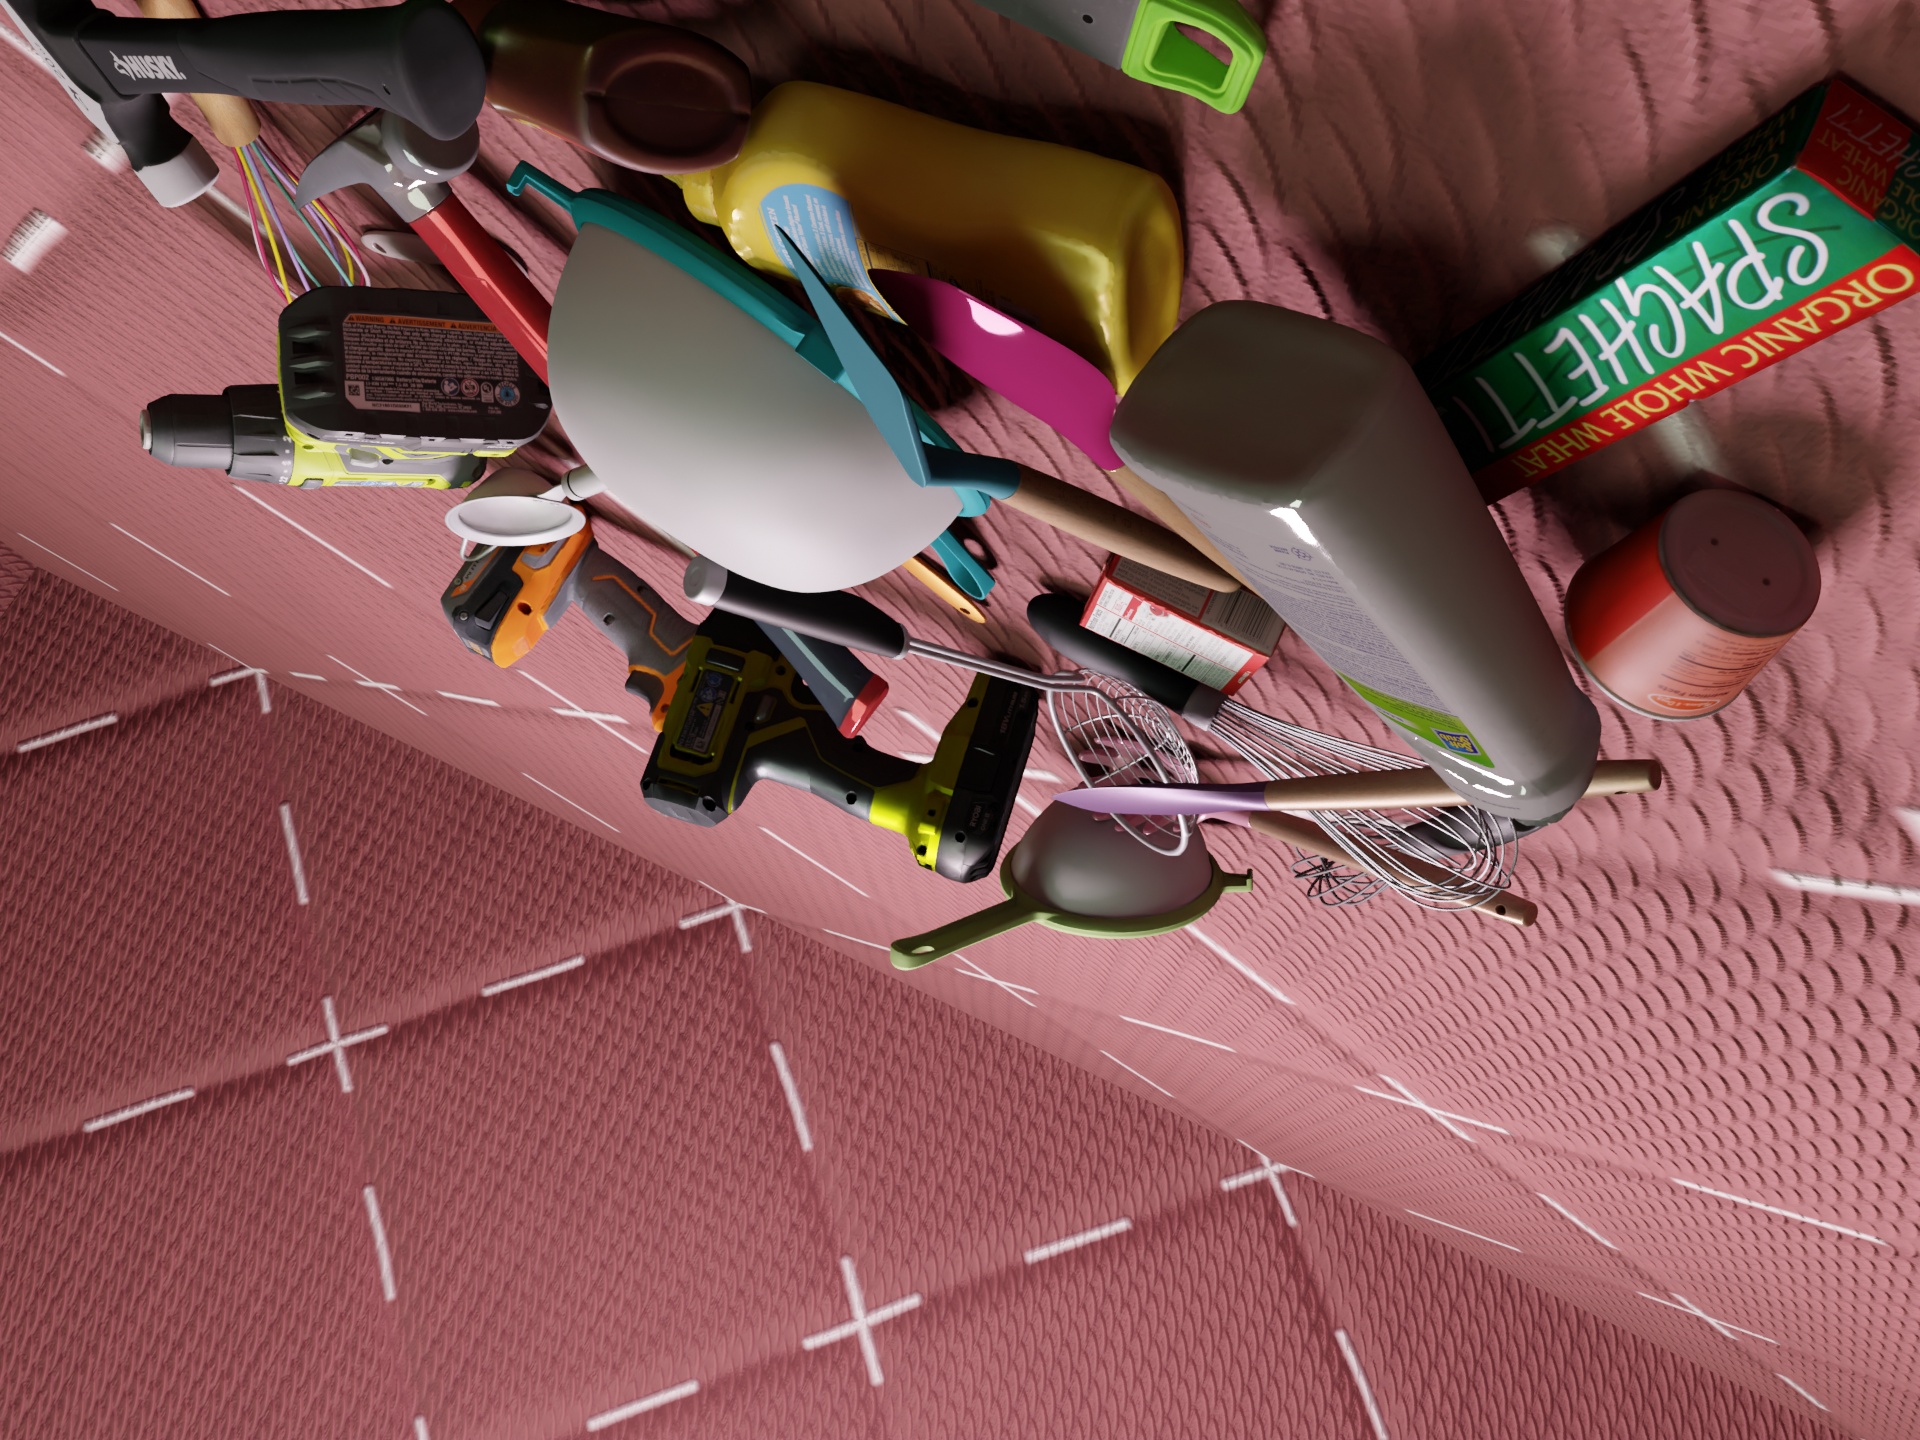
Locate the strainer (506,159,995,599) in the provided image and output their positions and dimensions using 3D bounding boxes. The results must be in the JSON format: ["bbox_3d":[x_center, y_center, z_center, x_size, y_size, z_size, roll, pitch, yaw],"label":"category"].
[{"bbox_3d":[-0.074,-0.099,0.724,0.211,0.095,0.340,35,177,29],"label":"strainer"}]

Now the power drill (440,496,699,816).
[{"bbox_3d":[-0.234,-0.046,1.089,0.226,0.164,0.084,28,164,2],"label":"power drill"}]

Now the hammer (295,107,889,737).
[{"bbox_3d":[-0.167,-0.132,0.801,0.143,0.038,0.386,5,141,49],"label":"hammer"}]

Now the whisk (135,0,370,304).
[{"bbox_3d":[-0.343,-0.269,0.774,0.051,0.047,0.244,46,165,16],"label":"whisk"}]

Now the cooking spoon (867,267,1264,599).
[{"bbox_3d":[0.070,-0.090,0.597,0.069,0.017,0.318,23,179,37],"label":"cooking spoon"}]

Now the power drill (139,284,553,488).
[{"bbox_3d":[-0.342,-0.174,0.890,0.190,0.080,0.228,-4,180,-34],"label":"power drill"}]

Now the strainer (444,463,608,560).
[{"bbox_3d":[-0.236,-0.144,0.967,0.258,0.050,0.086,-9,169,44],"label":"strainer"}]

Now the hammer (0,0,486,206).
[{"bbox_3d":[-0.279,-0.255,0.599,0.335,0.035,0.146,21,151,41],"label":"hammer"}]

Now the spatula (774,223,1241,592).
[{"bbox_3d":[0.039,-0.092,0.603,0.317,0.044,0.082,13,-144,-53],"label":"spatula"}]

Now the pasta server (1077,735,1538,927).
[{"bbox_3d":[0.186,0.065,0.915,0.040,0.060,0.316,-11,-161,-35],"label":"pasta server"}]

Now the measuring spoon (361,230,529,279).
[{"bbox_3d":[-0.270,-0.234,0.815,0.124,0.018,0.034,18,162,32],"label":"measuring spoon"}]

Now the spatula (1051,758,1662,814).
[{"bbox_3d":[0.165,0.033,0.741,0.059,0.018,0.316,18,163,-41],"label":"spatula"}]

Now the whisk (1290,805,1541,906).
[{"bbox_3d":[0.253,0.066,0.888,0.055,0.055,0.239,29,159,-8],"label":"whisk"}]

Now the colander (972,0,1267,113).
[{"bbox_3d":[-0.112,-0.234,0.428,0.397,0.094,0.204,26,164,2],"label":"colander"}]

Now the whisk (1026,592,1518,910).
[{"bbox_3d":[0.154,0.009,0.820,0.285,0.070,0.070,32,166,16],"label":"whisk"}]

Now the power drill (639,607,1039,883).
[{"bbox_3d":[-0.070,0.002,1.001,0.223,0.171,0.080,16,163,7],"label":"power drill"}]

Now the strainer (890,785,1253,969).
[{"bbox_3d":[0.060,0.092,1.034,0.152,0.256,0.069,27,125,46],"label":"strainer"}]

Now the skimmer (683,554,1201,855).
[{"bbox_3d":[-0.001,-0.003,0.841,0.363,0.090,0.127,15,-163,-42],"label":"skimmer"}]

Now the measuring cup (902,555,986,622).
[{"bbox_3d":[-0.062,-0.086,0.885,0.173,0.052,0.095,36,162,-21],"label":"measuring cup"}]
